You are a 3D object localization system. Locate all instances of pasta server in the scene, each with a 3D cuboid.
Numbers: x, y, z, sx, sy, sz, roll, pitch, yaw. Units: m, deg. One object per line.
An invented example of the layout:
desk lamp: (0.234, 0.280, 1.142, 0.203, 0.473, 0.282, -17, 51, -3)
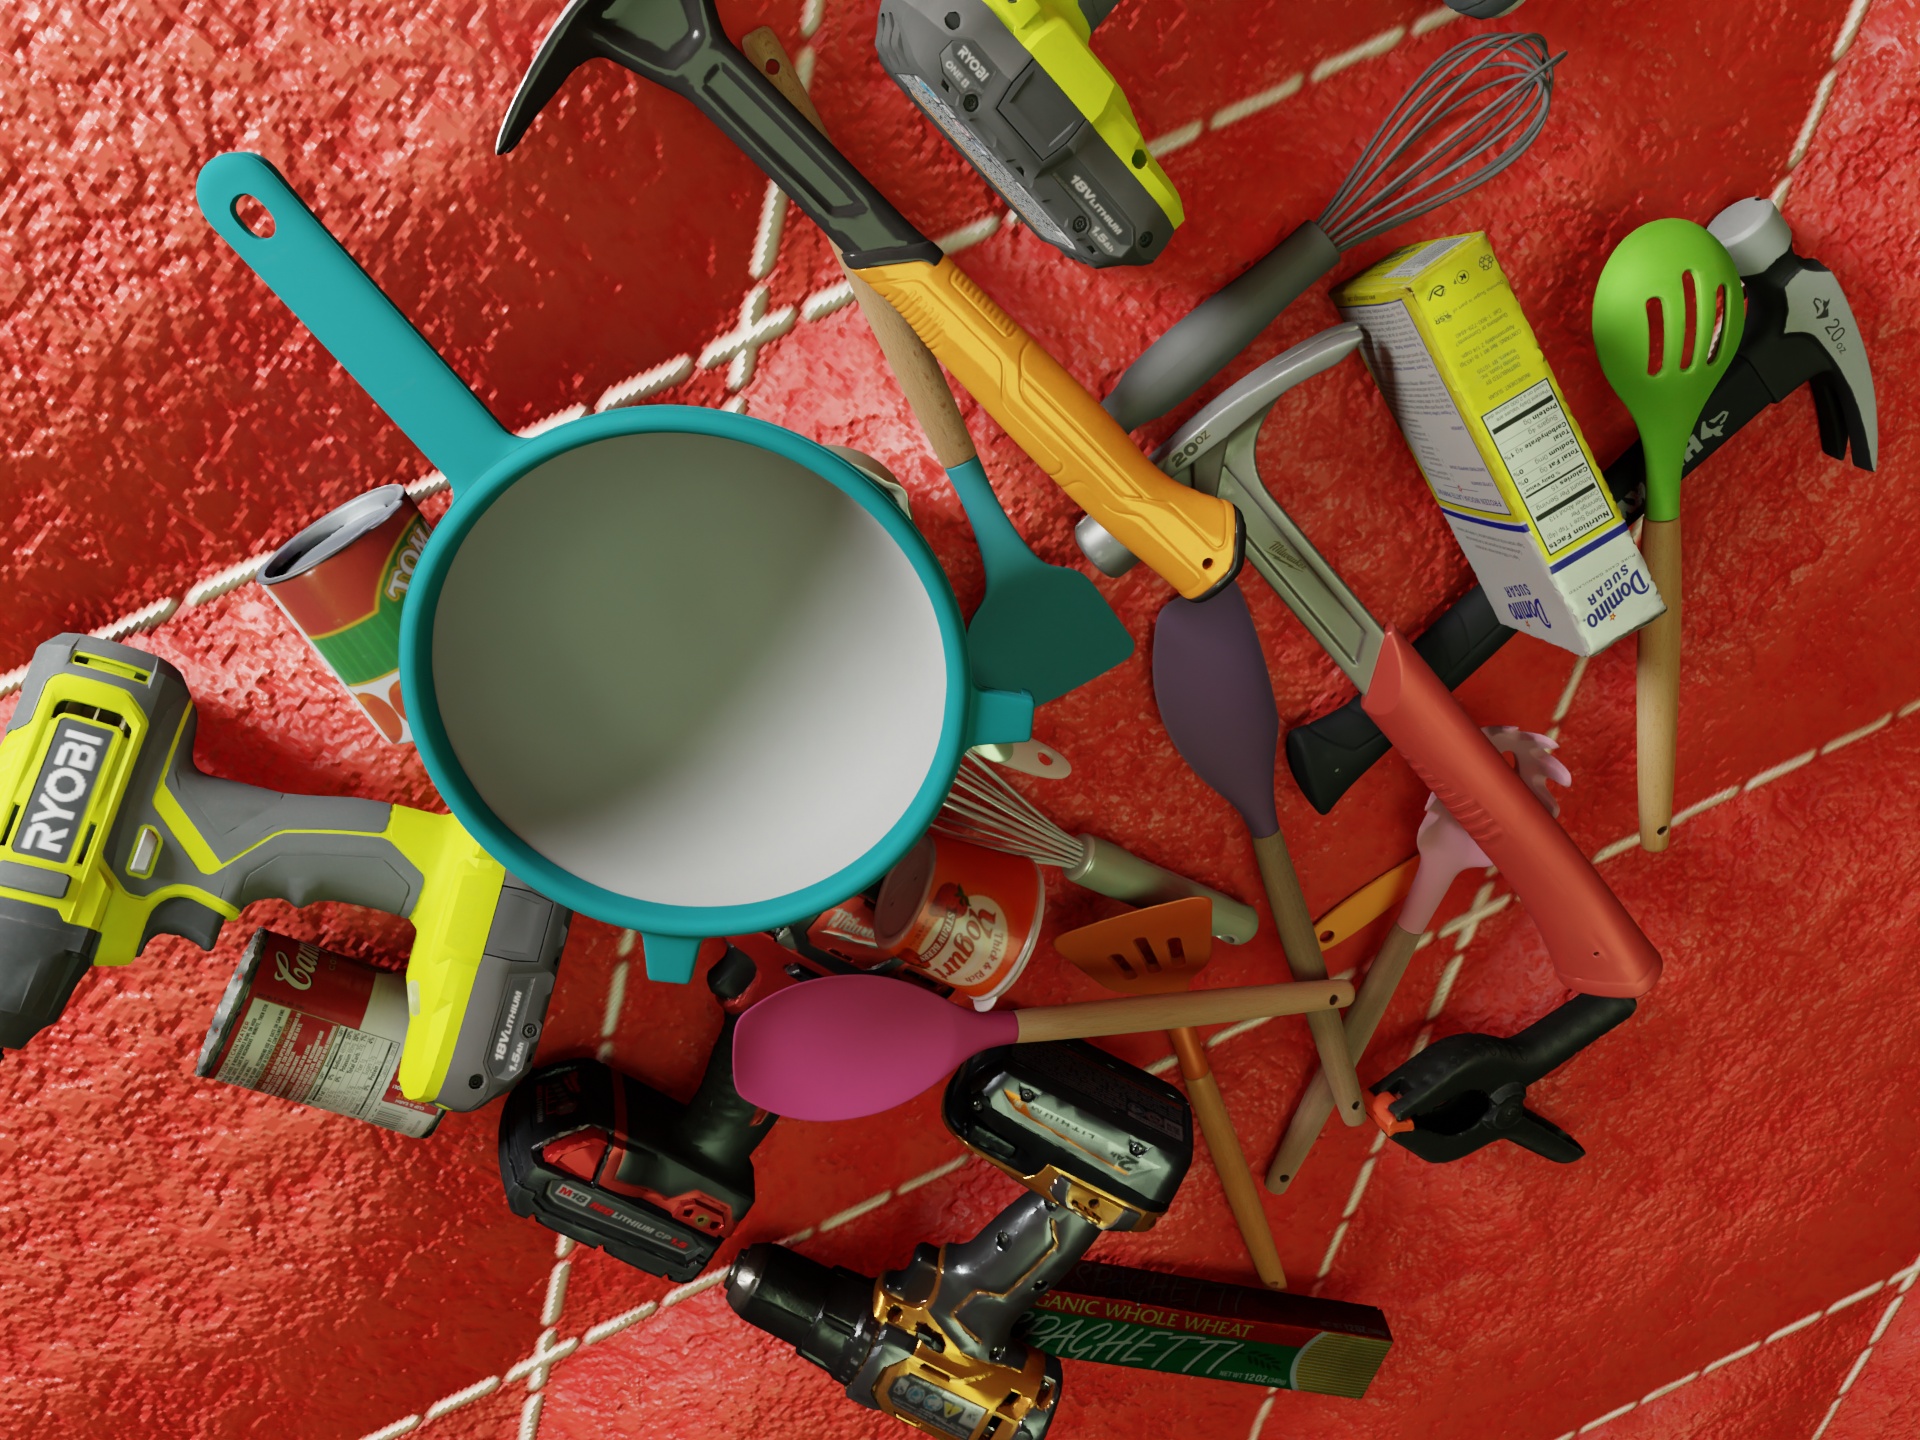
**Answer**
pasta server: (0.226, 0.134, 0.837, 0.060, 0.040, 0.316, 18, 114, -3)

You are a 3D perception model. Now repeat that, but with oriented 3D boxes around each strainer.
strainer: (-0.141, -0.074, 0.606, 0.211, 0.095, 0.340, -36, 107, 14)

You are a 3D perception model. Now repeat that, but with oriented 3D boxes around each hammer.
hammer: (-0.014, -0.158, 0.622, 0.336, 0.034, 0.127, 41, 100, -19)
hammer: (0.221, -0.005, 0.731, 0.149, 0.037, 0.359, -37, 107, 22)
hammer: (0.289, -0.077, 0.764, 0.335, 0.035, 0.146, -44, 116, 9)

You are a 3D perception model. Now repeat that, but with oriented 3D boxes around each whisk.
whisk: (0.051, 0.062, 0.768, 0.246, 0.058, 0.059, 24, 74, -27)
whisk: (0.152, -0.200, 0.669, 0.239, 0.055, 0.055, -40, 117, 10)

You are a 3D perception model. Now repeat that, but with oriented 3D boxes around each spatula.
spatula: (-0.014, -0.134, 0.673, 0.082, 0.044, 0.317, -26, 113, 1)
spatula: (0.158, 0.078, 0.799, 0.060, 0.018, 0.315, -26, 112, -12)
spatula: (0.134, 0.212, 0.858, 0.081, 0.041, 0.322, -17, 119, 10)

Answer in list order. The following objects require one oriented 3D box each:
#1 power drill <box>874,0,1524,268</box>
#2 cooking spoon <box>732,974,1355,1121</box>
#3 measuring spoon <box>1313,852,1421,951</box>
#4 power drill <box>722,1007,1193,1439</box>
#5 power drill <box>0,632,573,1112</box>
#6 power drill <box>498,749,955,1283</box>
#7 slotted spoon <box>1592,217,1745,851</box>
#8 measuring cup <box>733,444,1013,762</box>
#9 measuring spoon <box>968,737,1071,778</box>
power drill: (0.099, -0.285, 0.600, 0.228, 0.080, 0.190, -46, 116, 7)
cooking spoon: (0.049, 0.143, 0.755, 0.318, 0.017, 0.068, -2, 99, -20)
measuring spoon: (0.230, 0.090, 0.840, 0.117, 0.011, 0.021, -36, 117, 4)
power drill: (-0.004, 0.262, 0.818, 0.185, 0.084, 0.226, 26, 108, -1)
power drill: (-0.280, 0.079, 0.643, 0.223, 0.080, 0.171, 19, 71, -22)
power drill: (-0.125, 0.133, 0.742, 0.187, 0.080, 0.226, 35, 100, -25)
slotted spoon: (0.329, -0.072, 0.741, 0.070, 0.031, 0.313, -13, 117, -4)
measuring cup: (-0.029, -0.048, 0.691, 0.083, 0.038, 0.167, -34, 114, 15)
measuring spoon: (-0.001, -0.002, 0.722, 0.124, 0.034, 0.018, 23, 138, -16)
